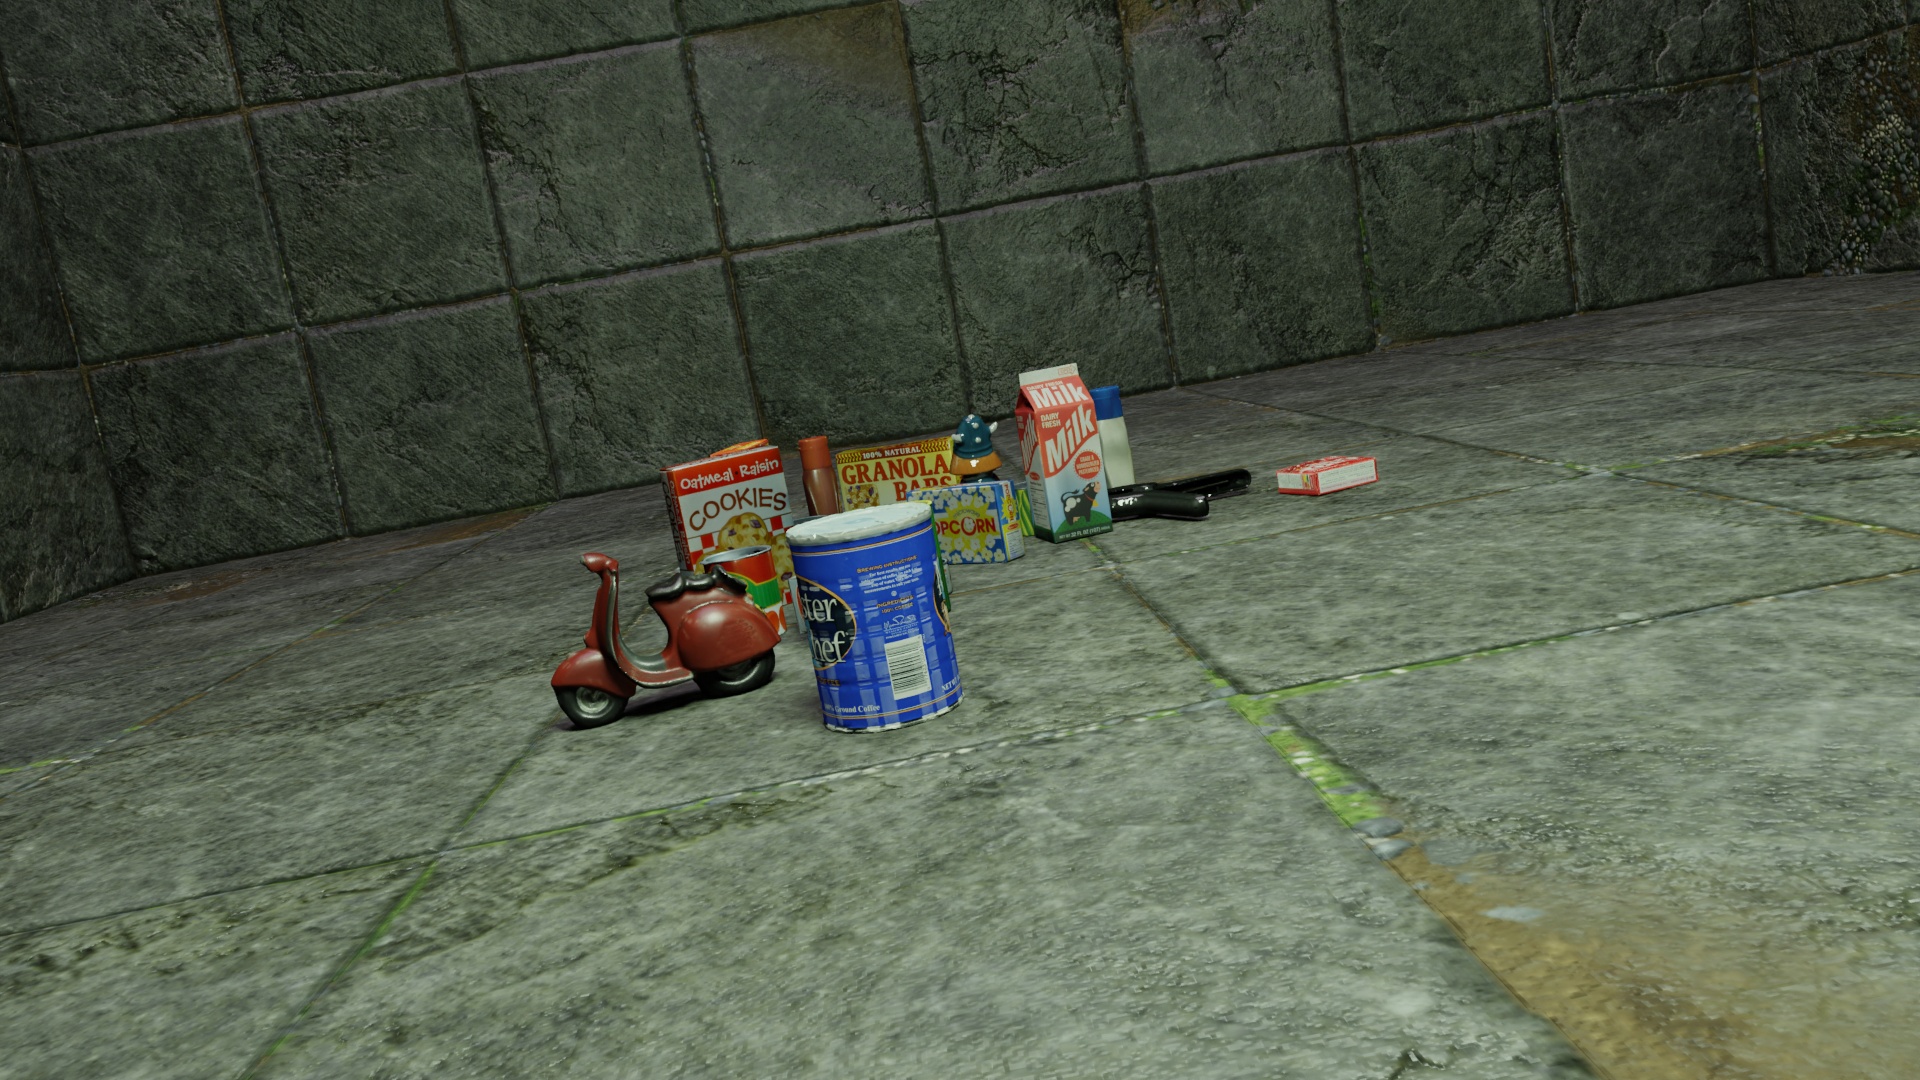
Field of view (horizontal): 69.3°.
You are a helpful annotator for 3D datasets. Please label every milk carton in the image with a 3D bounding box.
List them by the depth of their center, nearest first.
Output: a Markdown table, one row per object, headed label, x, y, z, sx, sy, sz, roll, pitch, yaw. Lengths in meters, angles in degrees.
| label | x | y | z | sx | sy | sz | roll | pitch | yaw |
| --- | --- | --- | --- | --- | --- | --- | --- | --- | --- |
| milk carton | 0.113 | -0.099 | 1.559 | 0.072 | 0.190 | 0.073 | -13 | 9 | -15 |

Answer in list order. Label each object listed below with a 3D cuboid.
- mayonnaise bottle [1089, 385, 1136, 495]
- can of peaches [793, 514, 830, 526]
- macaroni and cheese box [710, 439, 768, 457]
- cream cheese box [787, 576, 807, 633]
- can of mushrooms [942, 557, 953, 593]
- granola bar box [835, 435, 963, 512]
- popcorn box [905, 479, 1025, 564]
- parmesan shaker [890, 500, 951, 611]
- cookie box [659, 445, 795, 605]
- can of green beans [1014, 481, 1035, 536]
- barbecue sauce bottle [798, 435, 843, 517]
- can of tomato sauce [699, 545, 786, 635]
| label | x | y | z | sx | sy | sz | roll | pitch | yaw |
| --- | --- | --- | --- | --- | --- | --- | --- | --- | --- |
| mayonnaise bottle | 0.188 | -0.114 | 1.703 | 0.041 | 0.147 | 0.065 | -10 | 9 | 0 |
| can of peaches | -0.184 | 0.005 | 1.669 | 0.071 | 0.058 | 0.071 | -10 | 9 | 2 |
| macaroni and cheese box | -0.229 | -0.024 | 1.553 | 0.040 | 0.166 | 0.124 | -9 | 9 | 7 |
| cream cheese box | -0.129 | 0.050 | 1.342 | 0.024 | 0.053 | 0.104 | -7 | 10 | 23 |
| can of mushrooms | -0.043 | 0.040 | 1.374 | 0.071 | 0.033 | 0.071 | -10 | 9 | 2 |
| granola bar box | -0.067 | -0.059 | 1.722 | 0.165 | 0.124 | 0.039 | -5 | 10 | 29 |
| popcorn box | 0.005 | -0.019 | 1.519 | 0.126 | 0.085 | 0.038 | -3 | 11 | 39 |
| parmesan shaker | -0.052 | 0.020 | 1.283 | 0.071 | 0.103 | 0.071 | -10 | 9 | 2 |
| cookie box | -0.235 | -0.006 | 1.444 | 0.123 | 0.167 | 0.040 | -16 | 10 | -34 |
| can of green beans | 0.092 | -0.040 | 1.638 | 0.071 | 0.057 | 0.071 | -10 | 9 | 2 |
| barbecue sauce bottle | -0.172 | -0.055 | 1.737 | 0.044 | 0.148 | 0.065 | -12 | 9 | -10 |
| can of tomato sauce | -0.206 | 0.053 | 1.318 | 0.071 | 0.083 | 0.071 | -10 | 9 | 2 |
